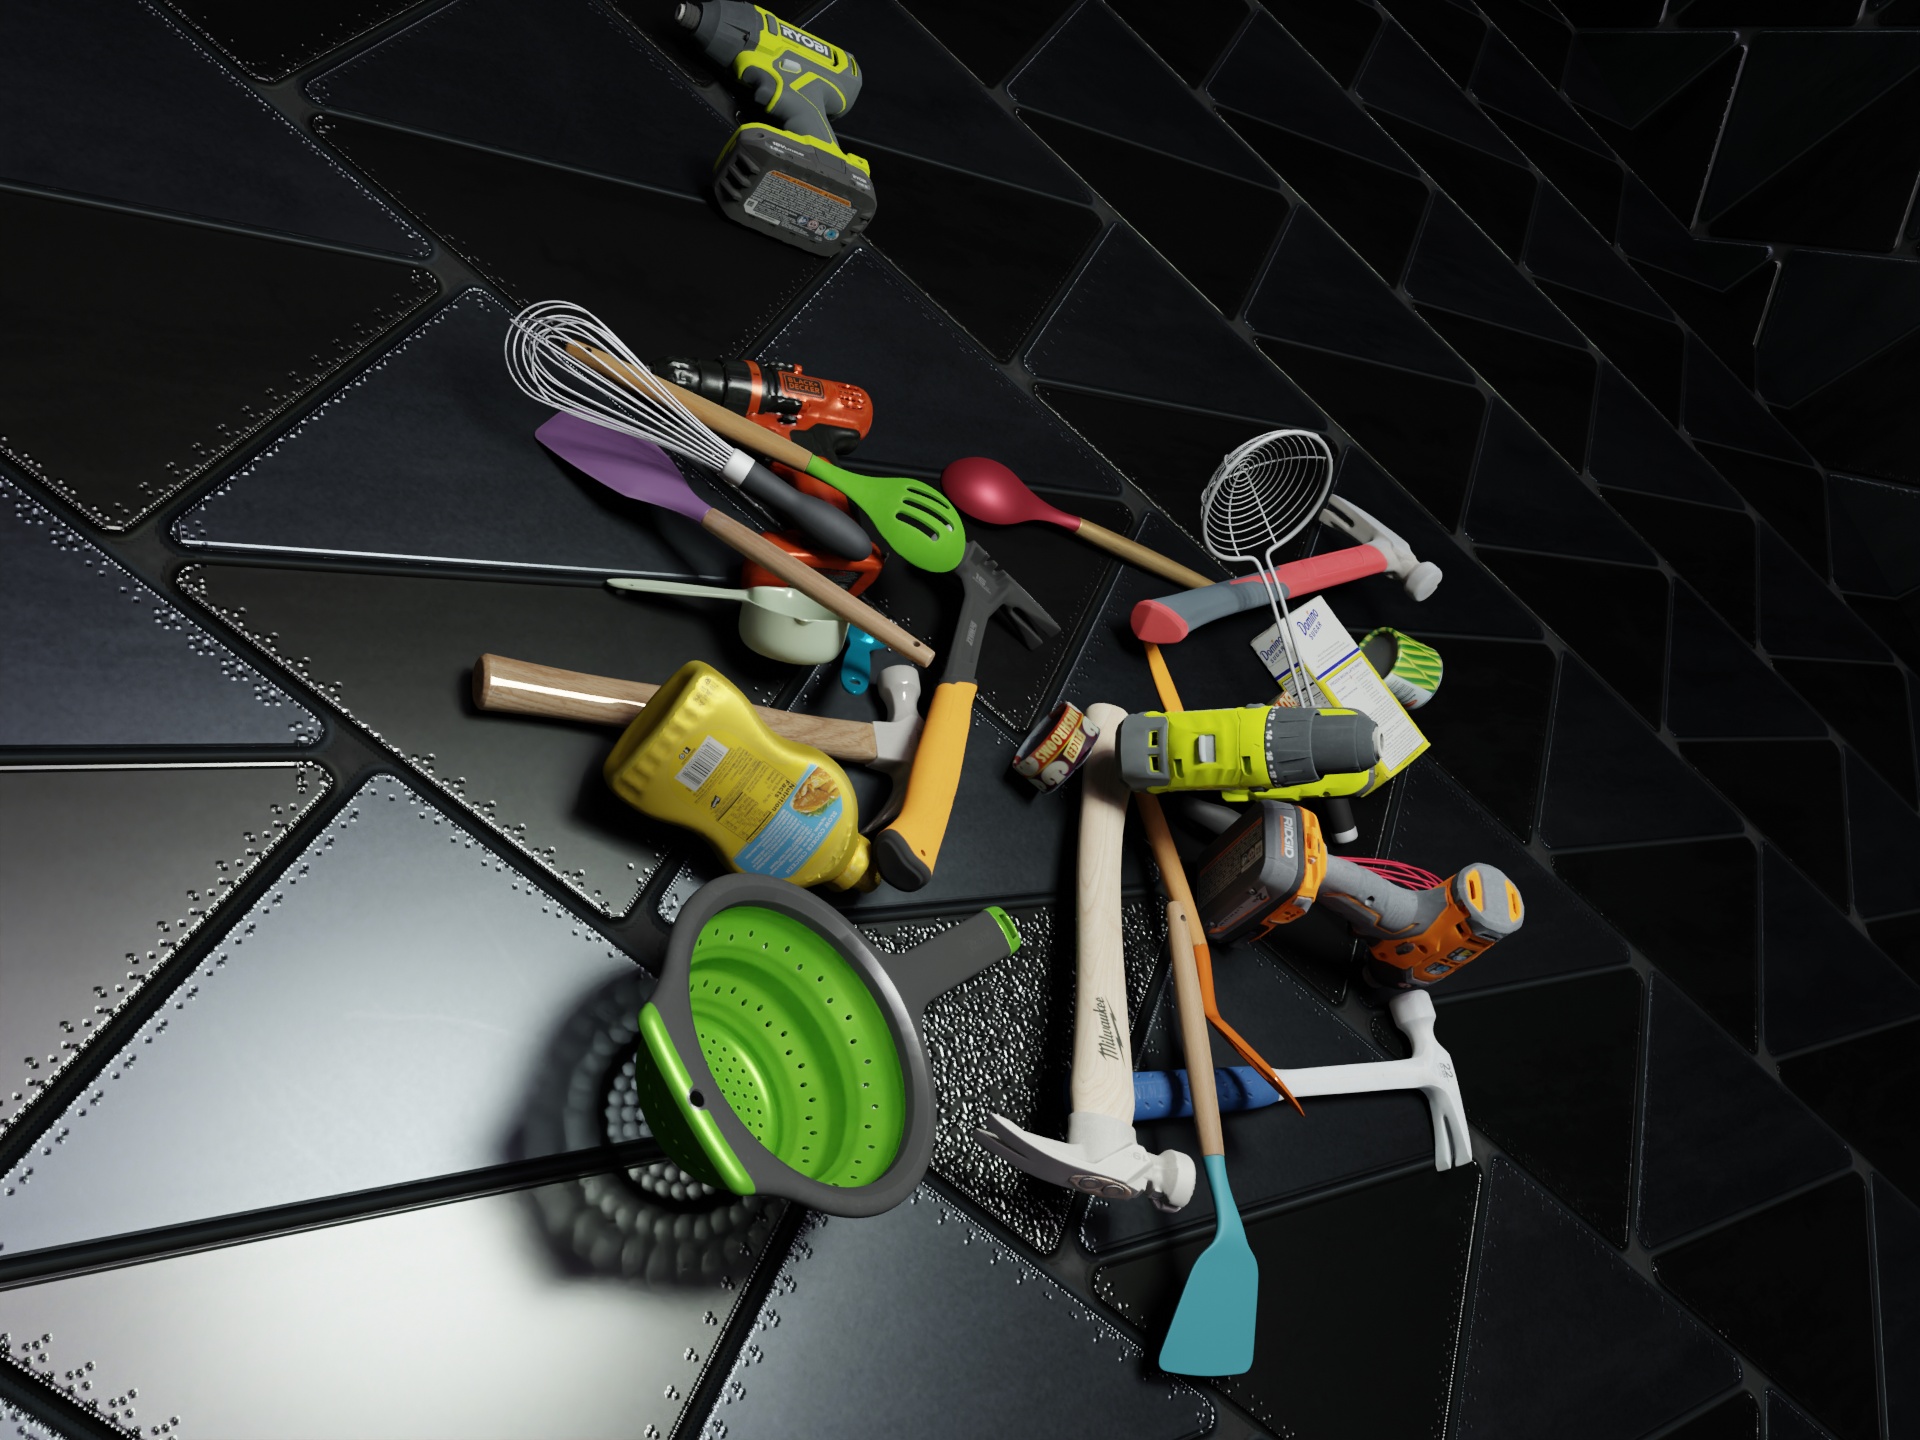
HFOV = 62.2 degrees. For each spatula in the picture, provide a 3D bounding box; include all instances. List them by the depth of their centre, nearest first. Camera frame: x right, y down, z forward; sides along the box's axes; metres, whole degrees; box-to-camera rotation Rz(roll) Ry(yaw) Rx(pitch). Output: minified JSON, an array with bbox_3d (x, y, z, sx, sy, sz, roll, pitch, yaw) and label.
[{"bbox_3d":[-0.151,-0.127,1.087,0.316,0.018,0.060,33,49,7],"label":"spatula"},{"bbox_3d":[0.160,0.276,1.090,0.082,0.044,0.318,16,55,-31],"label":"spatula"},{"bbox_3d":[0.180,0.147,1.192,0.080,0.041,0.323,52,18,-51],"label":"spatula"}]

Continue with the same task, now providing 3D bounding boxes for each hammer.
[{"bbox_3d":[-0.157,0.002,1.050,0.331,0.031,0.130,10,57,-35],"label":"hammer"},{"bbox_3d":[0.091,0.140,1.134,0.146,0.038,0.411,21,44,-15],"label":"hammer"},{"bbox_3d":[-0.002,-0.004,1.138,0.127,0.034,0.337,42,37,-22],"label":"hammer"},{"bbox_3d":[0.243,0.279,1.195,0.405,0.035,0.144,6,59,-37],"label":"hammer"},{"bbox_3d":[0.283,-0.135,1.461,0.386,0.038,0.143,-16,50,-40],"label":"hammer"}]

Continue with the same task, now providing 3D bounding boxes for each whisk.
[{"bbox_3d":[-0.180,-0.190,1.080,0.284,0.070,0.070,32,47,-16],"label":"whisk"},{"bbox_3d":[0.304,0.125,1.332,0.295,0.073,0.073,24,50,-18],"label":"whisk"}]

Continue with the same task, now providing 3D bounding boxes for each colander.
[{"bbox_3d":[-0.078,0.187,0.968,0.204,0.094,0.397,59,26,8],"label":"colander"}]

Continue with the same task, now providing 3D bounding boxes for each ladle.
[{"bbox_3d":[0.120,-0.160,1.389,0.315,0.031,0.069,20,51,-31],"label":"ladle"}]

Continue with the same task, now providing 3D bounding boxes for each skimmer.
[{"bbox_3d":[0.293,-0.063,1.342,0.127,0.090,0.363,-21,100,-17],"label":"skimmer"}]

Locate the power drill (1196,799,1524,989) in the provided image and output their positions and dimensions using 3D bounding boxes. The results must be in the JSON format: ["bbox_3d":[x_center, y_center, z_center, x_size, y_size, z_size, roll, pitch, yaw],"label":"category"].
[{"bbox_3d":[0.303,0.152,1.260,0.226,0.164,0.084,18,52,-15],"label":"power drill"}]

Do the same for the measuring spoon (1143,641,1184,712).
[{"bbox_3d":[0.174,-0.043,1.366,0.021,0.011,0.117,1,63,-39],"label":"measuring spoon"}]

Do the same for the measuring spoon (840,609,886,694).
[{"bbox_3d":[-0.070,-0.052,1.124,0.042,0.021,0.129,17,24,-8],"label":"measuring spoon"}]

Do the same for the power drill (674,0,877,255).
[{"bbox_3d":[-0.157,-0.517,1.360,0.171,0.080,0.223,12,52,-35],"label":"power drill"}]

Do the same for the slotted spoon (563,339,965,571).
[{"bbox_3d":[-0.132,-0.192,1.124,0.313,0.031,0.070,25,56,-12],"label":"slotted spoon"}]

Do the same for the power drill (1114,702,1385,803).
[{"bbox_3d":[0.245,0.024,1.224,0.228,0.190,0.080,5,82,-64],"label":"power drill"}]

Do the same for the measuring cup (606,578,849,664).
[{"bbox_3d":[-0.159,-0.069,1.089,0.167,0.038,0.083,7,18,-15],"label":"measuring cup"}]
